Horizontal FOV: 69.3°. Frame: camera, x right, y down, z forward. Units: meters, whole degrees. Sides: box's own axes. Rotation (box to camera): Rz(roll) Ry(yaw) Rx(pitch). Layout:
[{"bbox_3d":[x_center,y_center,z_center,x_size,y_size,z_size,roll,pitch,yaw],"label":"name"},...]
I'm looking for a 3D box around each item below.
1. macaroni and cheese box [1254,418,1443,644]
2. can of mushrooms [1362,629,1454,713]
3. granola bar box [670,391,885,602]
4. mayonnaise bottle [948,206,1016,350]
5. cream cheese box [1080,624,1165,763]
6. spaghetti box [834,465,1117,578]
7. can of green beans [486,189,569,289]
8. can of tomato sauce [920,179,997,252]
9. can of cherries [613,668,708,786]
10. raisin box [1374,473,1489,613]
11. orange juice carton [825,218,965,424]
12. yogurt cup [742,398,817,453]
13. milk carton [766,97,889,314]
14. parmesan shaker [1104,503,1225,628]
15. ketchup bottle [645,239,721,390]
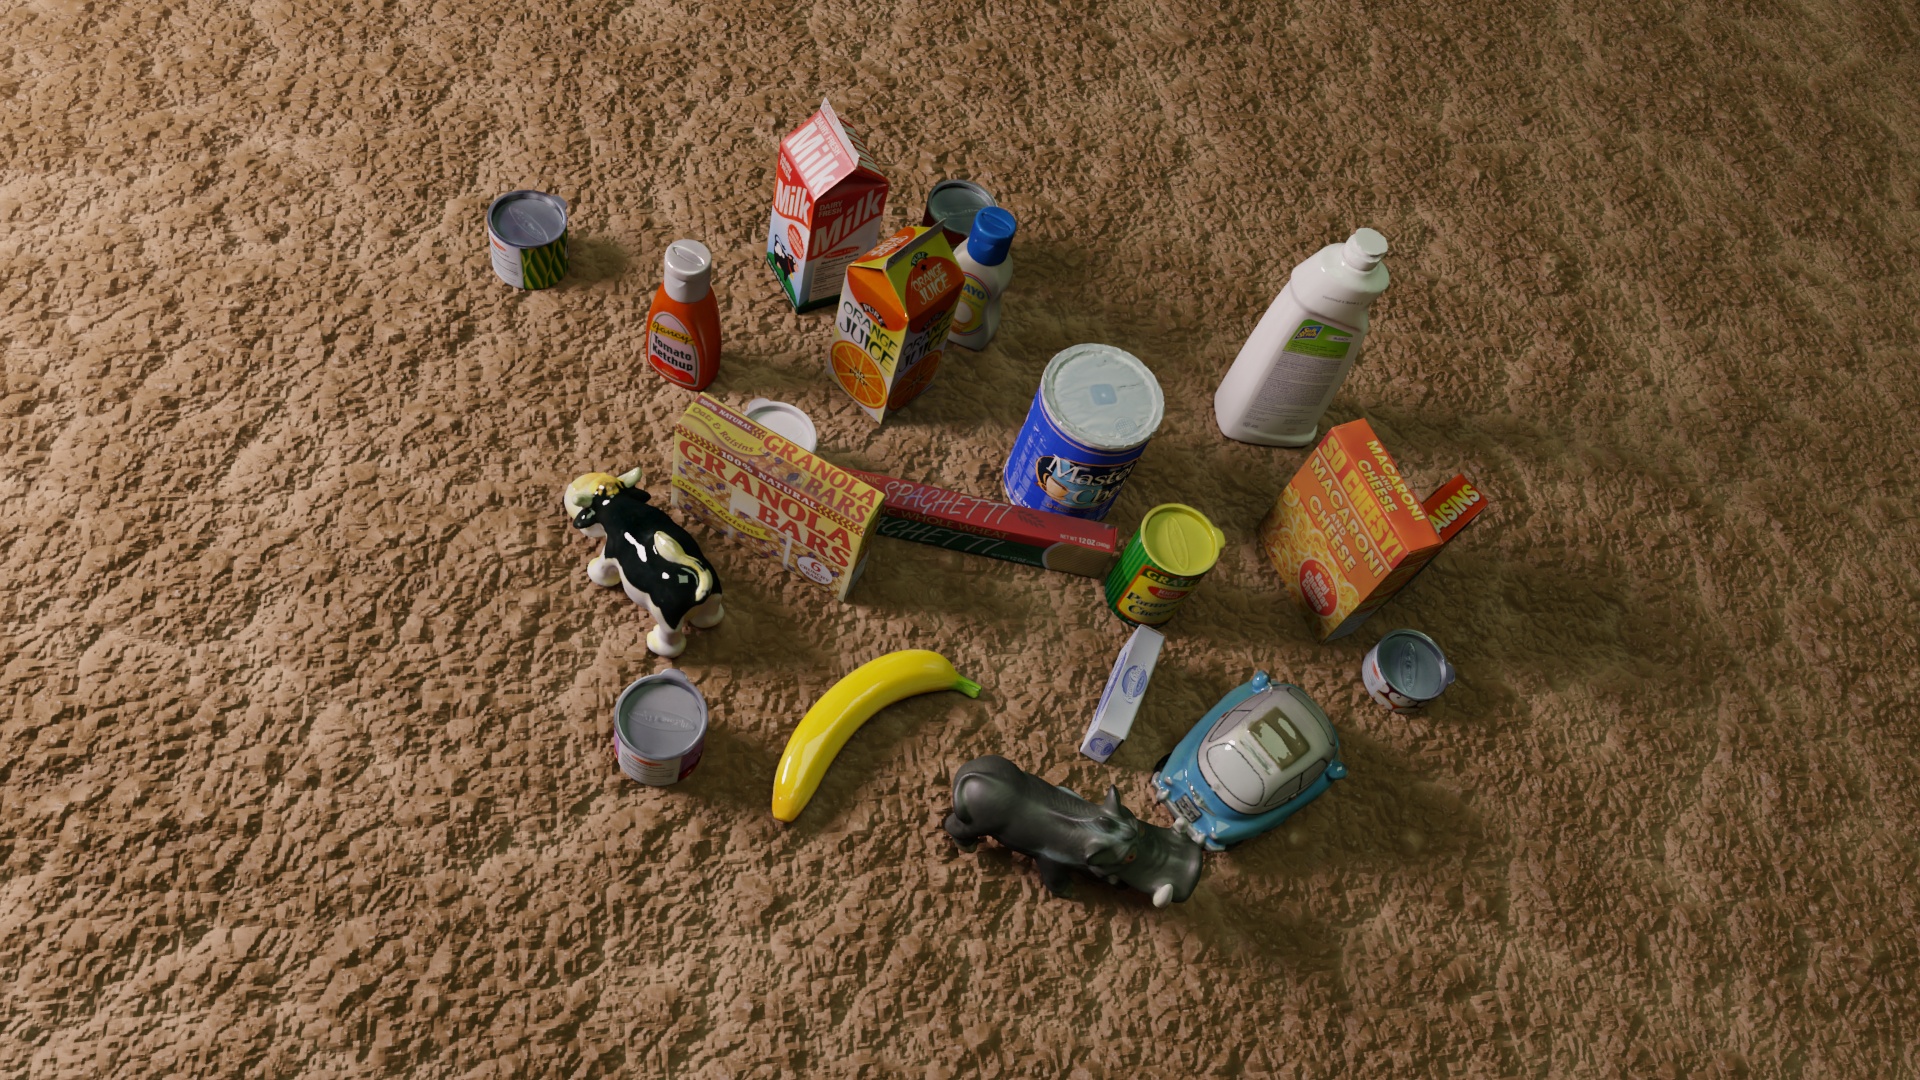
[{"bbox_3d":[0.320,-0.005,1.163,0.040,0.165,0.124,-15,65,-21],"label":"macaroni and cheese box"},{"bbox_3d":[0.382,0.113,1.187,0.071,0.033,0.071,6,59,-10],"label":"can of mushrooms"},{"bbox_3d":[-0.146,-0.032,1.092,0.165,0.123,0.039,29,58,4],"label":"granola bar box"},{"bbox_3d":[0.015,-0.233,1.234,0.065,0.147,0.041,29,58,4],"label":"mayonnaise bottle"},{"bbox_3d":[0.130,0.123,1.109,0.024,0.053,0.104,26,58,2],"label":"cream cheese box"},{"bbox_3d":[0.004,-0.015,1.161,0.250,0.050,0.029,12,59,-7],"label":"spaghetti box"},{"bbox_3d":[-0.376,-0.261,1.210,0.071,0.057,0.071,6,59,-10],"label":"can of green beans"},{"bbox_3d":[-0.005,-0.282,1.296,0.071,0.082,0.071,6,59,-10],"label":"can of tomato sauce"},{"bbox_3d":[-0.218,0.137,1.014,0.071,0.058,0.072,6,59,-10],"label":"can of cherries"},{"bbox_3d":[0.390,0.005,1.199,0.086,0.122,0.040,-33,73,-27],"label":"raisin box"},{"bbox_3d":[-0.053,-0.190,1.166,0.073,0.191,0.072,43,60,12],"label":"orange juice carton"},{"bbox_3d":[-0.156,-0.073,1.155,0.072,0.053,0.073,6,59,-10],"label":"yogurt cup"},{"bbox_3d":[-0.116,-0.291,1.212,0.074,0.189,0.072,-20,67,-23],"label":"milk carton"},{"bbox_3d":[0.167,0.024,1.147,0.071,0.102,0.071,6,59,-10],"label":"parmesan shaker"},{"bbox_3d":[-0.227,-0.187,1.149,0.065,0.148,0.044,29,58,4],"label":"ketchup bottle"}]
